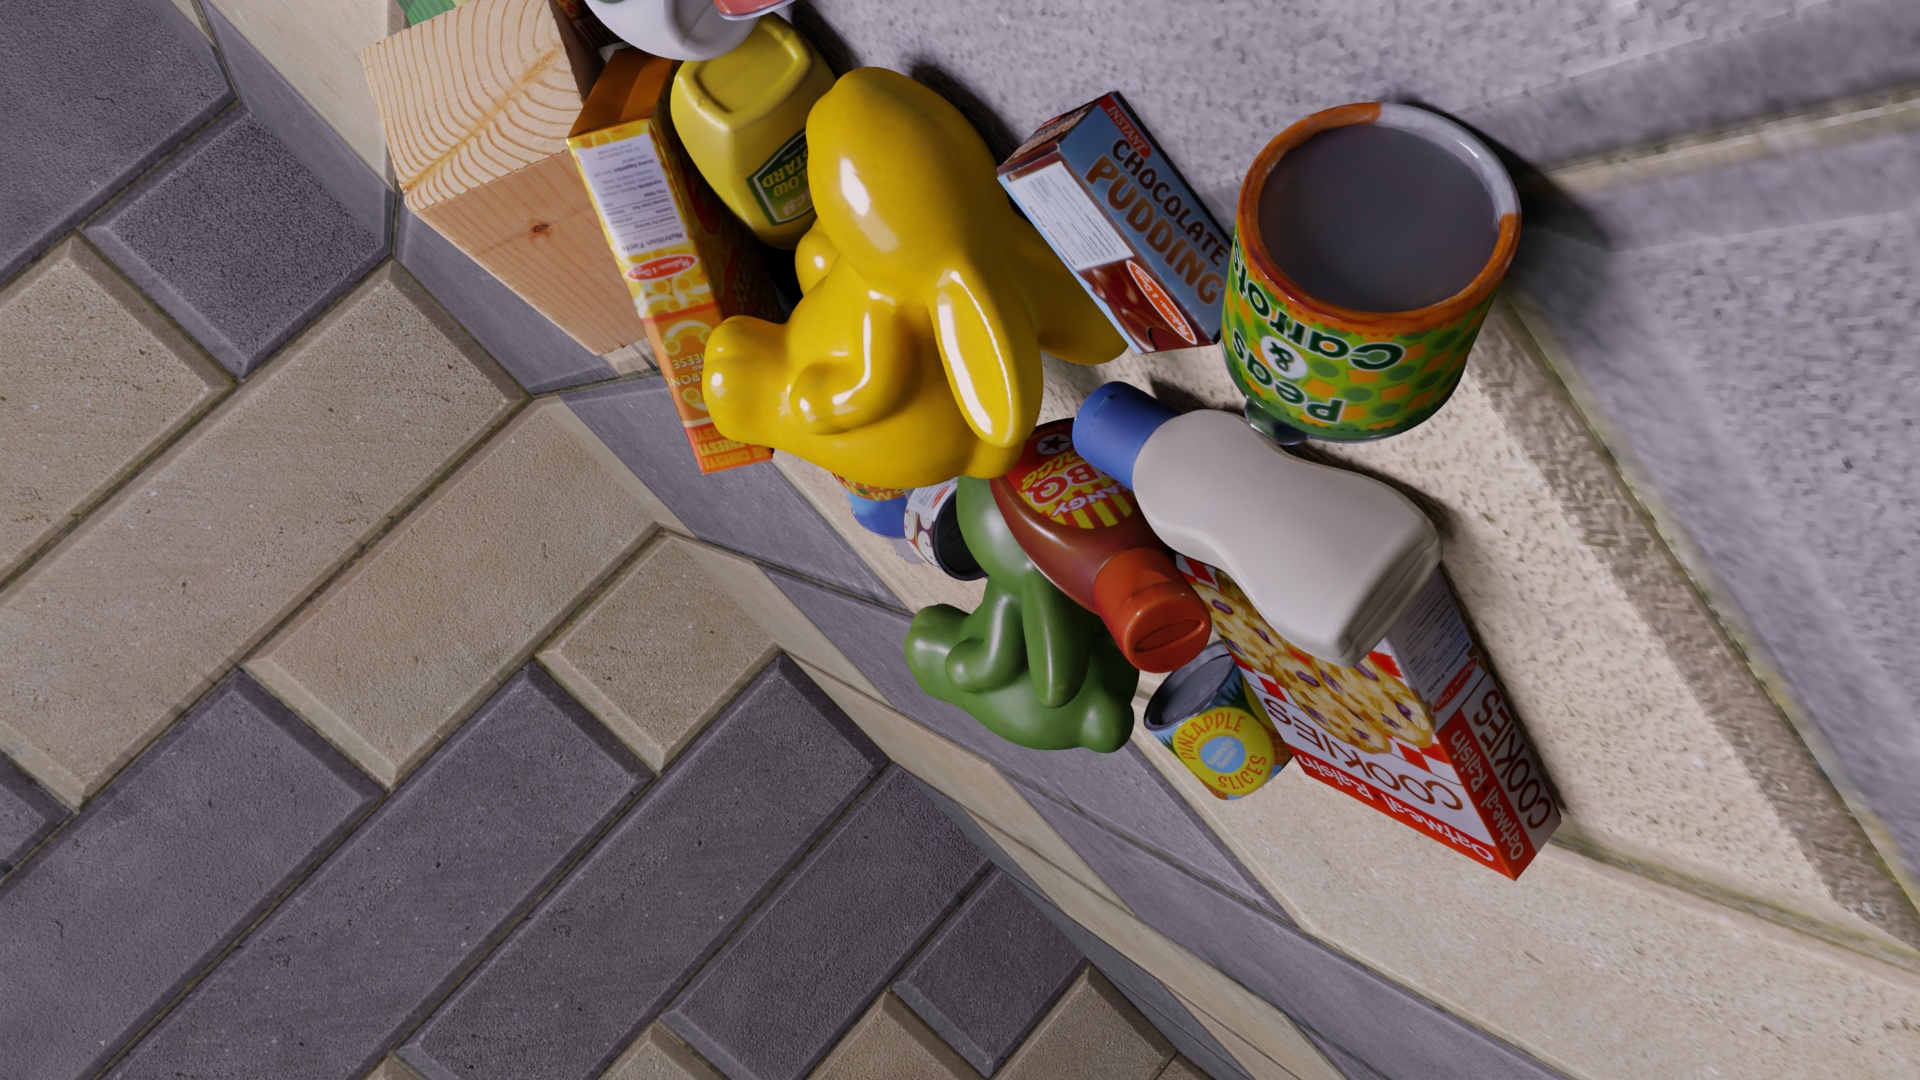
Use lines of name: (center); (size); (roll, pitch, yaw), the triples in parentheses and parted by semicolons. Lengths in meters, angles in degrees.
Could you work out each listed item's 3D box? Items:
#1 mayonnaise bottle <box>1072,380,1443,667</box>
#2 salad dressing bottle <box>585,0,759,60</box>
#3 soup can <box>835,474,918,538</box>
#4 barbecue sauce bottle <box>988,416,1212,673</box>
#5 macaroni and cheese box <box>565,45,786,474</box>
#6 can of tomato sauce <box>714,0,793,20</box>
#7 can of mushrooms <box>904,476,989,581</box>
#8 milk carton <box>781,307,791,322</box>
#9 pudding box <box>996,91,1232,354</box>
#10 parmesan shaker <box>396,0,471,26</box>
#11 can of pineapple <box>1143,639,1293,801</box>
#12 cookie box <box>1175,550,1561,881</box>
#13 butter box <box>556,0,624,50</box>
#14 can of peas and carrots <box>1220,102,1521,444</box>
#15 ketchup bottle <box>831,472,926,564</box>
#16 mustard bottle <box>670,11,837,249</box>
mayonnaise bottle: (0.103, -0.015, 0.524); (0.148, 0.065, 0.041); (38, 179, 40)
salad dressing bottle: (-0.132, -0.237, 0.539); (0.148, 0.064, 0.044); (44, -169, 33)
soup can: (-0.046, -0.049, 0.843); (0.071, 0.071, 0.083); (38, 165, 24)
barbecue sauce bottle: (0.060, 0.000, 0.585); (0.149, 0.065, 0.043); (-117, 8, -56)
macaroni and cheese box: (-0.123, -0.134, 0.646); (0.124, 0.040, 0.165); (-94, -11, -54)
can of tomato sauce: (-0.065, -0.209, 0.407); (0.071, 0.071, 0.082); (28, 159, 49)
can of mushrooms: (0.003, -0.010, 0.819); (0.033, 0.071, 0.070); (29, 160, 48)
milk carton: (-0.135, -0.116, 0.890); (0.073, 0.072, 0.190); (47, 165, -15)
pudding box: (0.055, -0.102, 0.460); (0.083, 0.030, 0.049); (48, 165, -17)
parmesan shaker: (-0.248, -0.280, 0.703); (0.103, 0.071, 0.071); (58, 164, -9)
can of pineapple: (0.140, 0.097, 0.739); (0.058, 0.071, 0.071); (45, 167, -9)
cookie box: (0.174, 0.062, 0.597); (0.123, 0.040, 0.167); (25, 156, 55)
butter box: (-0.171, -0.261, 0.651); (0.053, 0.024, 0.103); (51, 165, -30)
can of peas and carrots: (0.099, -0.065, 0.352); (0.071, 0.071, 0.058); (39, 165, 20)
ketchup bottle: (-0.057, -0.040, 0.957); (0.065, 0.043, 0.148); (32, 163, 44)
mustard bottle: (-0.080, -0.164, 0.605); (0.049, 0.065, 0.160); (48, 174, 10)
